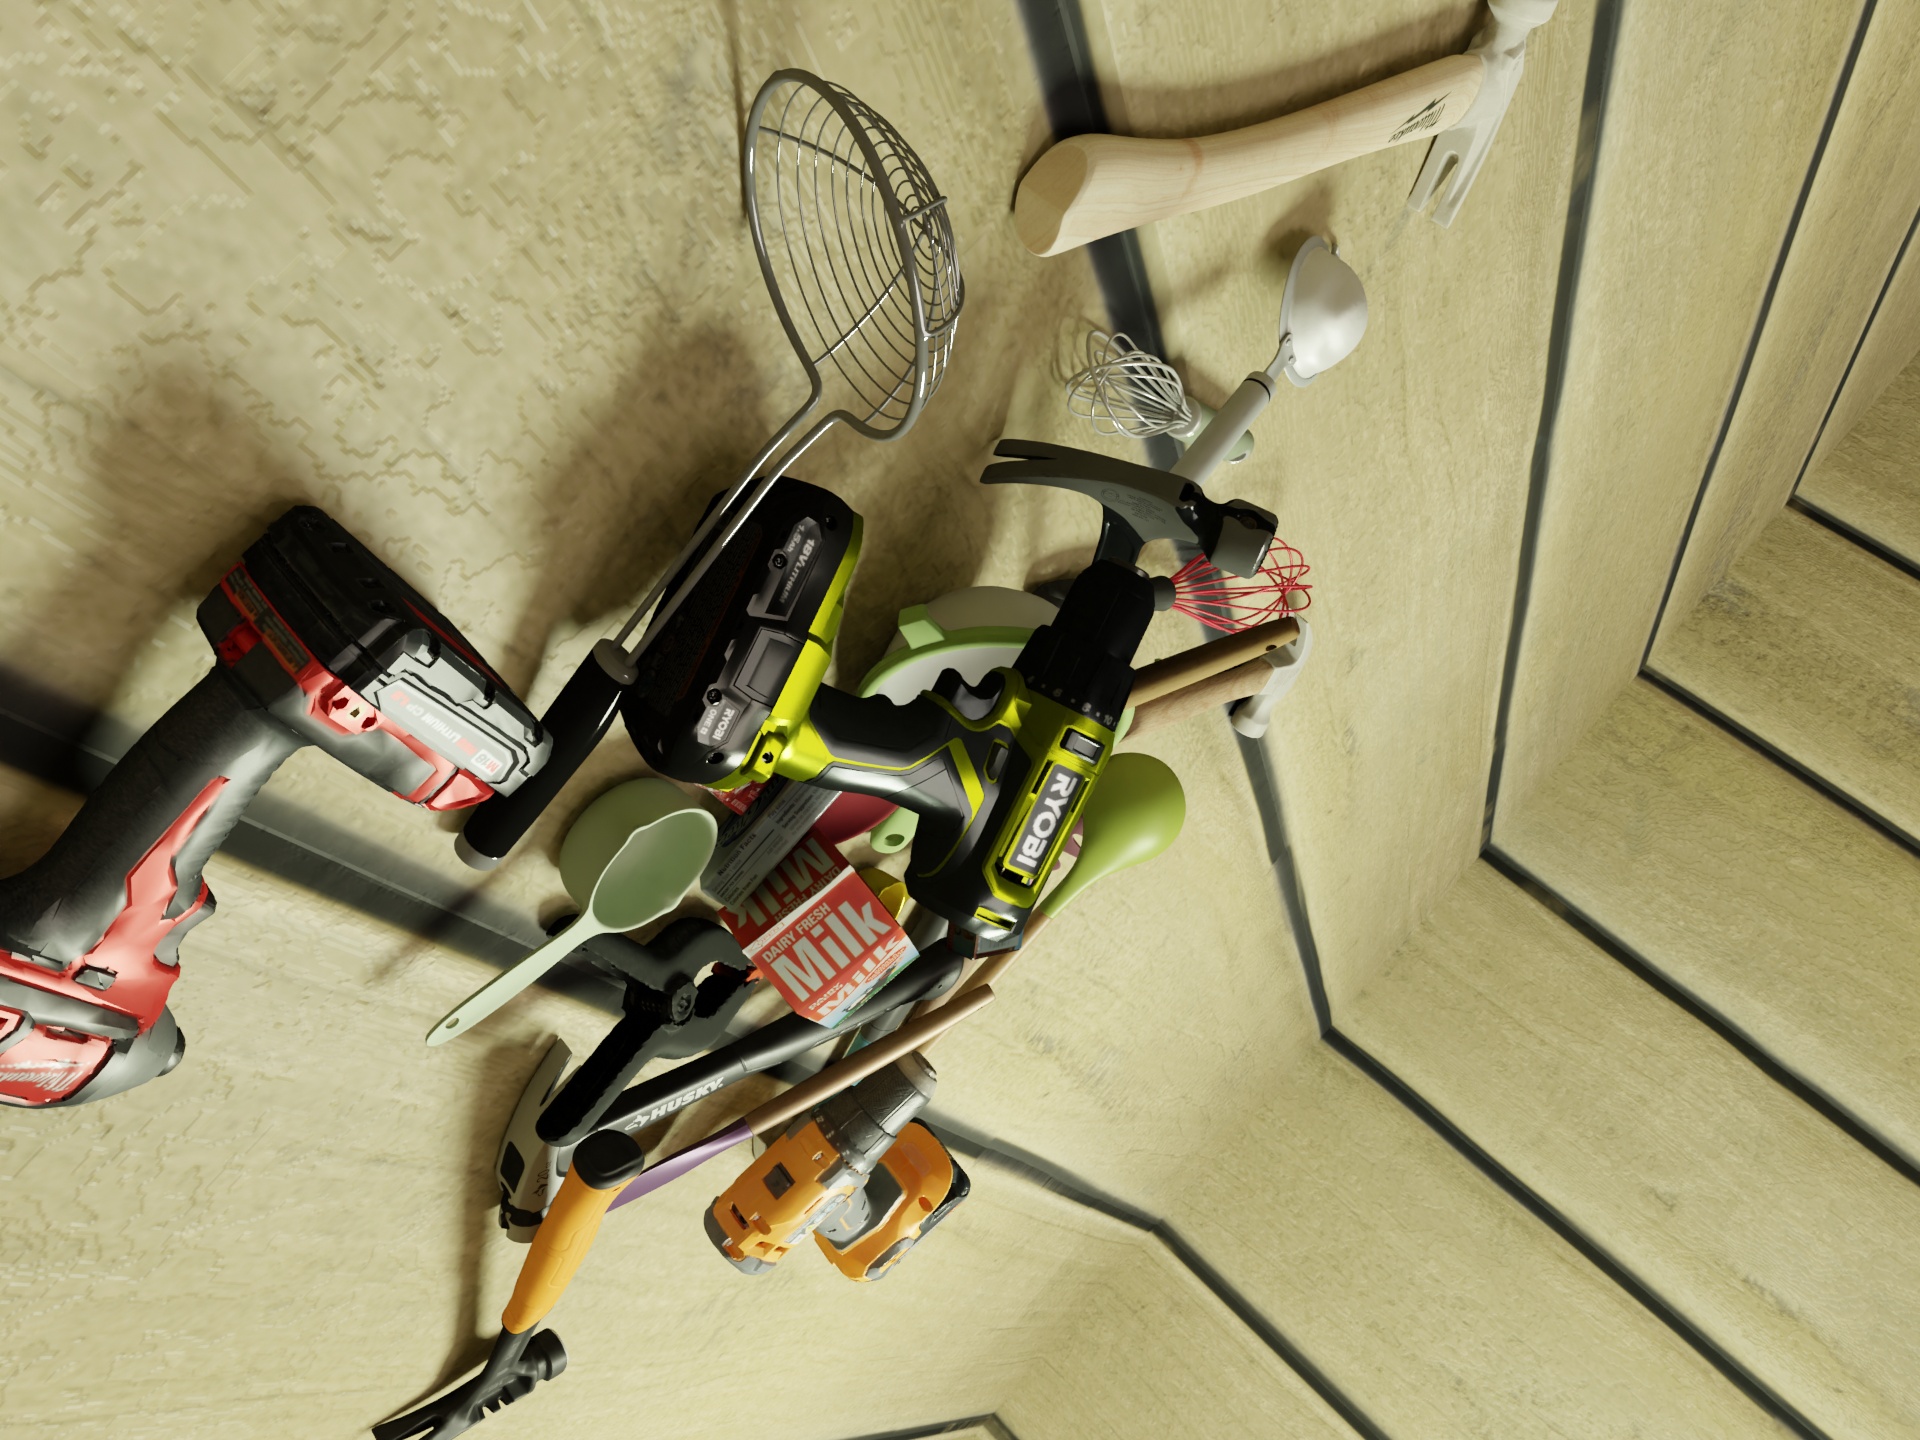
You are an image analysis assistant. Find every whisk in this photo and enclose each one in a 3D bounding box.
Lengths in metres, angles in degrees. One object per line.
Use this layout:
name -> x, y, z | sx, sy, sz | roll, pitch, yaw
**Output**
whisk -> 0.145, -0.085, 1.048 | 0.295, 0.073, 0.073 | -10, 134, -47
whisk -> 0.123, -0.175, 0.907 | 0.058, 0.059, 0.246 | -19, 171, 26

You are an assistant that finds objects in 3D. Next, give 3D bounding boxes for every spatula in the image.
spatula -> -0.116, 0.253, 1.044 | 0.316, 0.018, 0.059 | -27, 161, -12

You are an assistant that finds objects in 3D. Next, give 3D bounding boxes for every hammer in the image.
hammer -> 0.176, -0.018, 1.221 | 0.331, 0.031, 0.130 | -16, 139, -50
hammer -> -0.056, 0.219, 1.167 | 0.128, 0.033, 0.331 | -8, 132, -57
hammer -> 0.063, -0.021, 0.957 | 0.408, 0.149, 0.036 | 103, 11, -59
hammer -> -0.257, 0.341, 0.940 | 0.127, 0.034, 0.336 | -20, 151, -43
hammer -> 0.175, -0.294, 0.835 | 0.410, 0.038, 0.146 | -29, 149, -37
hammer -> -0.128, 0.204, 0.992 | 0.334, 0.035, 0.146 | -19, 142, -38

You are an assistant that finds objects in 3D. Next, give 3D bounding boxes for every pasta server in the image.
pasta server -> 0.025, 0.166, 1.220 | 0.316, 0.040, 0.060 | -56, -167, 17

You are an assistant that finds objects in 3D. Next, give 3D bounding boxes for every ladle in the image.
ladle -> 0.045, 0.152, 1.155 | 0.320, 0.078, 0.062 | -49, -167, 14
ladle -> 0.031, 0.006, 0.835 | 0.315, 0.031, 0.069 | -22, 153, 27

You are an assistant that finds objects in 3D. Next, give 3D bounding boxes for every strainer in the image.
strainer -> -0.001, -0.003, 0.911 | 0.151, 0.069, 0.256 | 11, 148, -19
strainer -> 0.174, -0.191, 0.898 | 0.258, 0.050, 0.086 | -50, 140, -26

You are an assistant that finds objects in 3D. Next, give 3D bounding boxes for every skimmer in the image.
skimmer -> -0.122, -0.069, 0.606 | 0.363, 0.127, 0.090 | -49, 150, 23

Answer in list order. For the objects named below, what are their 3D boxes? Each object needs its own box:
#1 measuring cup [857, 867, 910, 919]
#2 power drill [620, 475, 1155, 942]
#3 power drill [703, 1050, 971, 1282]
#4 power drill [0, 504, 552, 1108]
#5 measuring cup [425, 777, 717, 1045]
measuring cup -> -0.035, 0.095, 1.051 | 0.156, 0.029, 0.062 | -44, 155, -41
power drill -> -0.019, -0.018, 0.723 | 0.228, 0.080, 0.190 | 26, 90, -36
power drill -> -0.066, 0.323, 1.152 | 0.185, 0.084, 0.226 | -43, 152, -1
power drill -> -0.259, 0.044, 0.548 | 0.219, 0.079, 0.143 | -43, 154, -7
measuring cup -> -0.193, 0.089, 0.761 | 0.167, 0.038, 0.083 | -39, 153, -18
